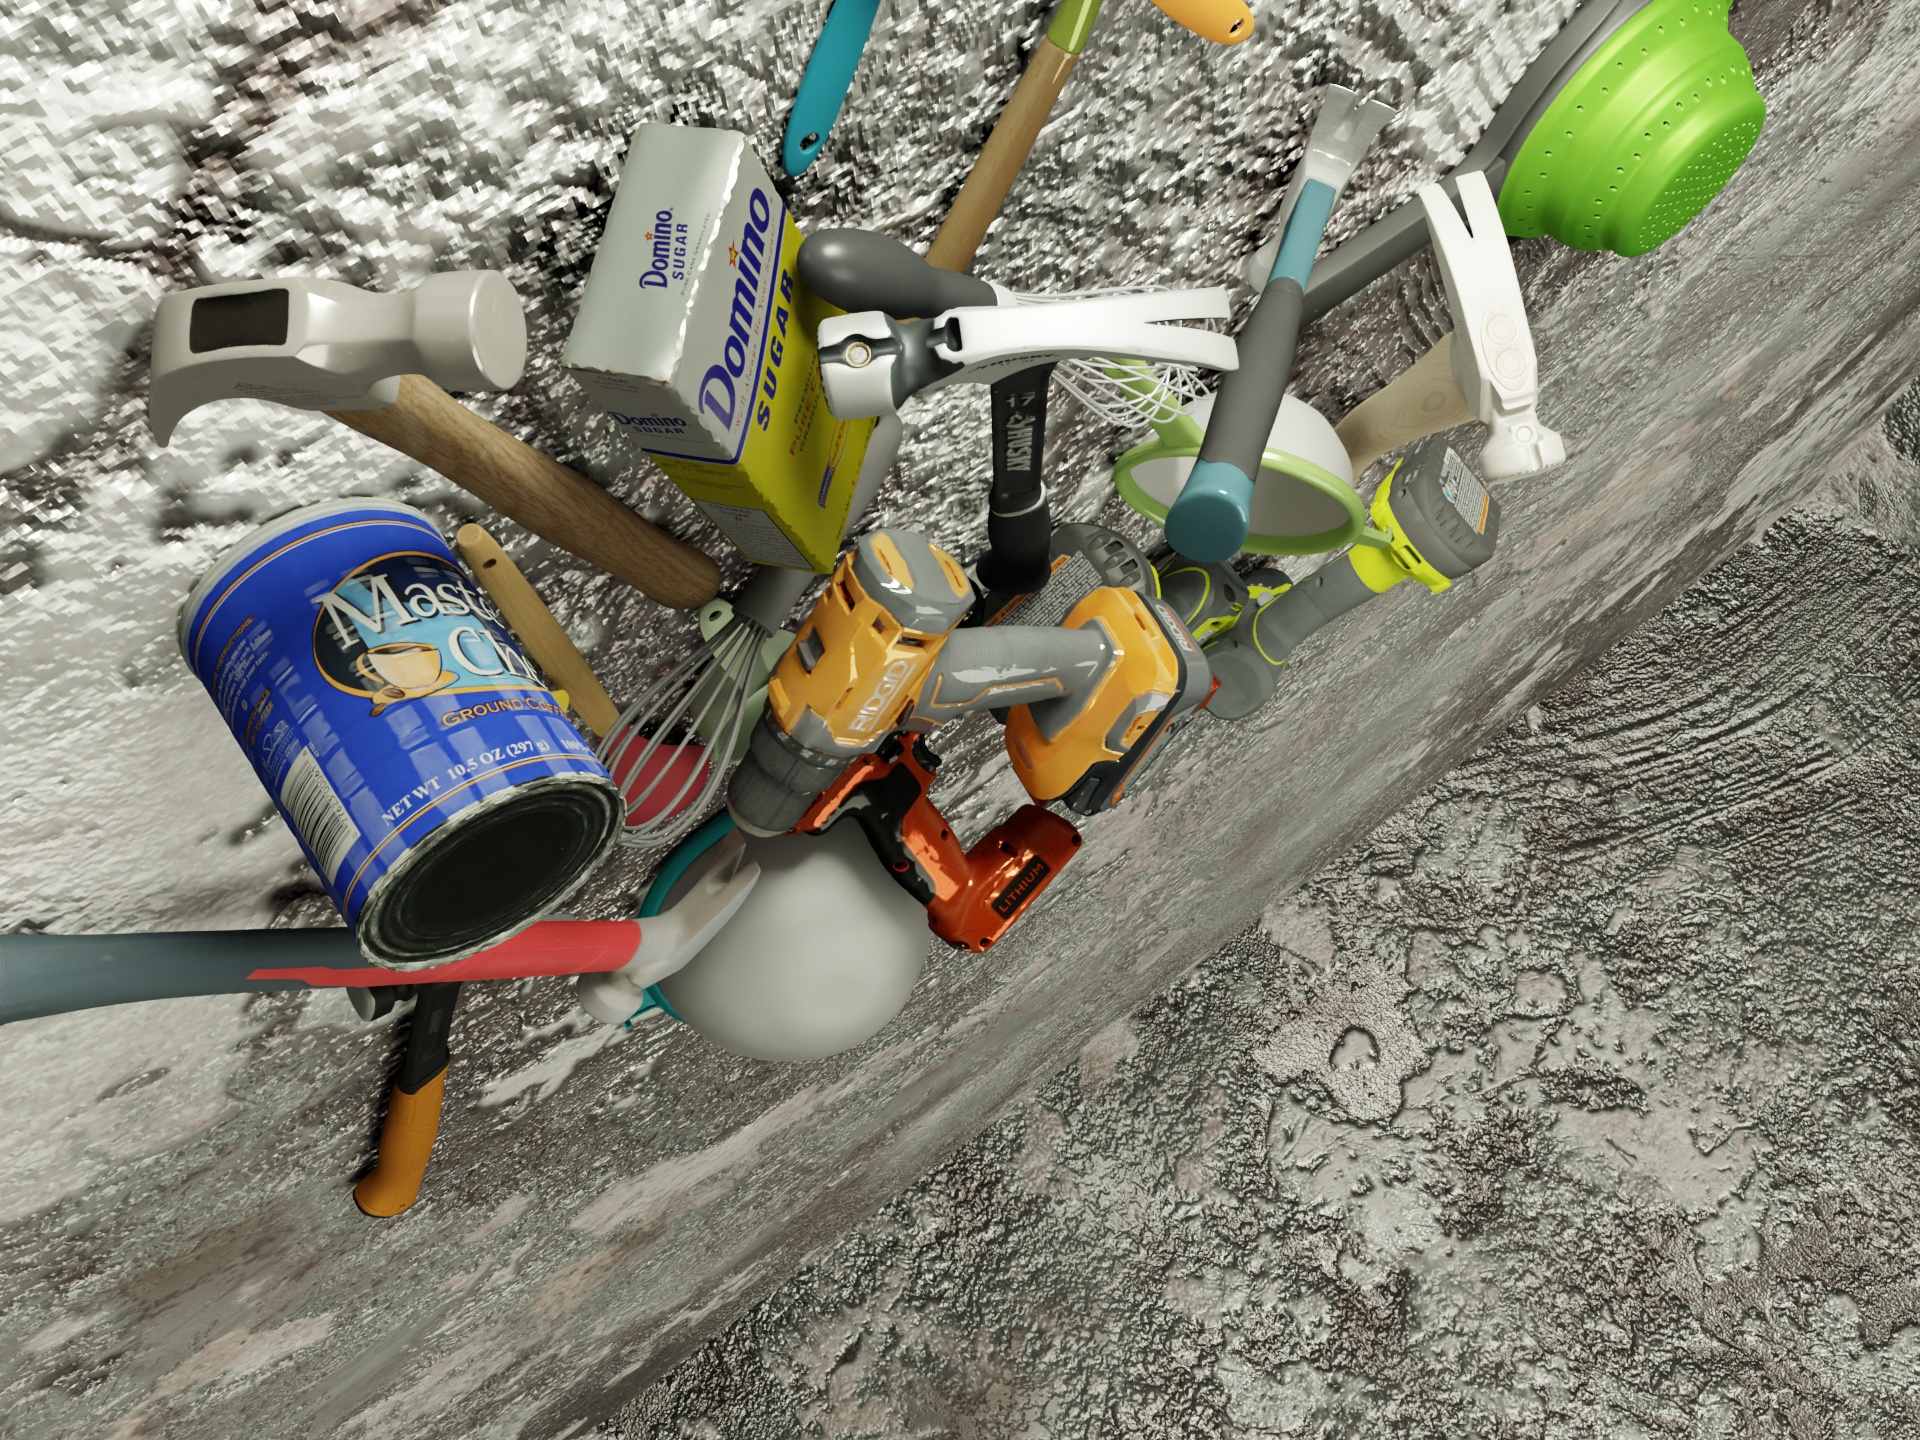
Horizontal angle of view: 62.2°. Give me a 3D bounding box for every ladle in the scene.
[{"bbox_3d":[-0.176,-0.010,0.760,0.069,0.031,0.315,-33,157,-8],"label":"ladle"},{"bbox_3d":[0.034,-0.231,0.615,0.078,0.062,0.320,-18,154,-42],"label":"ladle"}]

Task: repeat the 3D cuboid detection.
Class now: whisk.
[{"bbox_3d":[0.028,-0.164,0.663,0.284,0.070,0.070,-4,140,-54],"label":"whisk"},{"bbox_3d":[-0.091,-0.045,0.712,0.239,0.055,0.055,-58,164,-14],"label":"whisk"}]

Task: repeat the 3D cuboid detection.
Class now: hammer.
[{"bbox_3d":[0.031,-0.112,0.745,0.149,0.036,0.409,-8,173,1],"label":"hammer"},{"bbox_3d":[-0.264,0.102,0.751,0.143,0.038,0.386,-46,152,23],"label":"hammer"},{"bbox_3d":[0.250,-0.186,0.941,0.038,0.146,0.410,-15,180,0],"label":"hammer"},{"bbox_3d":[-0.324,0.219,0.974,0.127,0.034,0.336,-21,153,-39],"label":"hammer"},{"bbox_3d":[0.138,-0.176,0.702,0.128,0.033,0.331,111,2,-46],"label":"hammer"},{"bbox_3d":[-0.156,-0.083,0.563,0.130,0.031,0.331,1,173,10],"label":"hammer"}]

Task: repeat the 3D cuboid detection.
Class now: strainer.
[{"bbox_3d":[0.143,-0.174,0.908,0.256,0.151,0.069,32,69,-51],"label":"strainer"},{"bbox_3d":[-0.068,0.098,0.997,0.210,0.095,0.340,10,120,-35],"label":"strainer"}]

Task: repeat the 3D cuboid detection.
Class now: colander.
[{"bbox_3d":[0.342,-0.302,0.937,0.397,0.095,0.204,-35,160,-11],"label":"colander"}]

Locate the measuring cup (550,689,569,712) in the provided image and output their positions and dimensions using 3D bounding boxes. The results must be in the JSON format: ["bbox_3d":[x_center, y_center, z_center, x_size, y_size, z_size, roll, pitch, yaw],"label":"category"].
[{"bbox_3d":[-0.209,0.036,0.764,0.062,0.029,0.156,-19,160,-39],"label":"measuring cup"}]

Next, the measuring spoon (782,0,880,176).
[{"bbox_3d":[-0.030,-0.235,0.537,0.042,0.021,0.128,-18,150,-44],"label":"measuring spoon"}]

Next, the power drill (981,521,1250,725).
[{"bbox_3d":[0.091,-0.053,1.062,0.171,0.080,0.223,-42,163,18],"label":"power drill"}]

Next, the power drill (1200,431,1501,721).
[{"bbox_3d":[0.275,-0.108,1.166,0.228,0.080,0.191,-37,-171,33],"label":"power drill"}]

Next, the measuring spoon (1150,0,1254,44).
[{"bbox_3d":[0.094,-0.292,0.647,0.117,0.011,0.021,-9,145,-54],"label":"measuring spoon"}]

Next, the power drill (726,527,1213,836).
[{"bbox_3d":[-0.001,-0.003,0.832,0.226,0.084,0.185,7,132,-38],"label":"power drill"}]

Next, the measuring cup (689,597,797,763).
[{"bbox_3d":[-0.114,-0.032,0.805,0.083,0.038,0.167,-36,158,-8],"label":"measuring cup"}]
